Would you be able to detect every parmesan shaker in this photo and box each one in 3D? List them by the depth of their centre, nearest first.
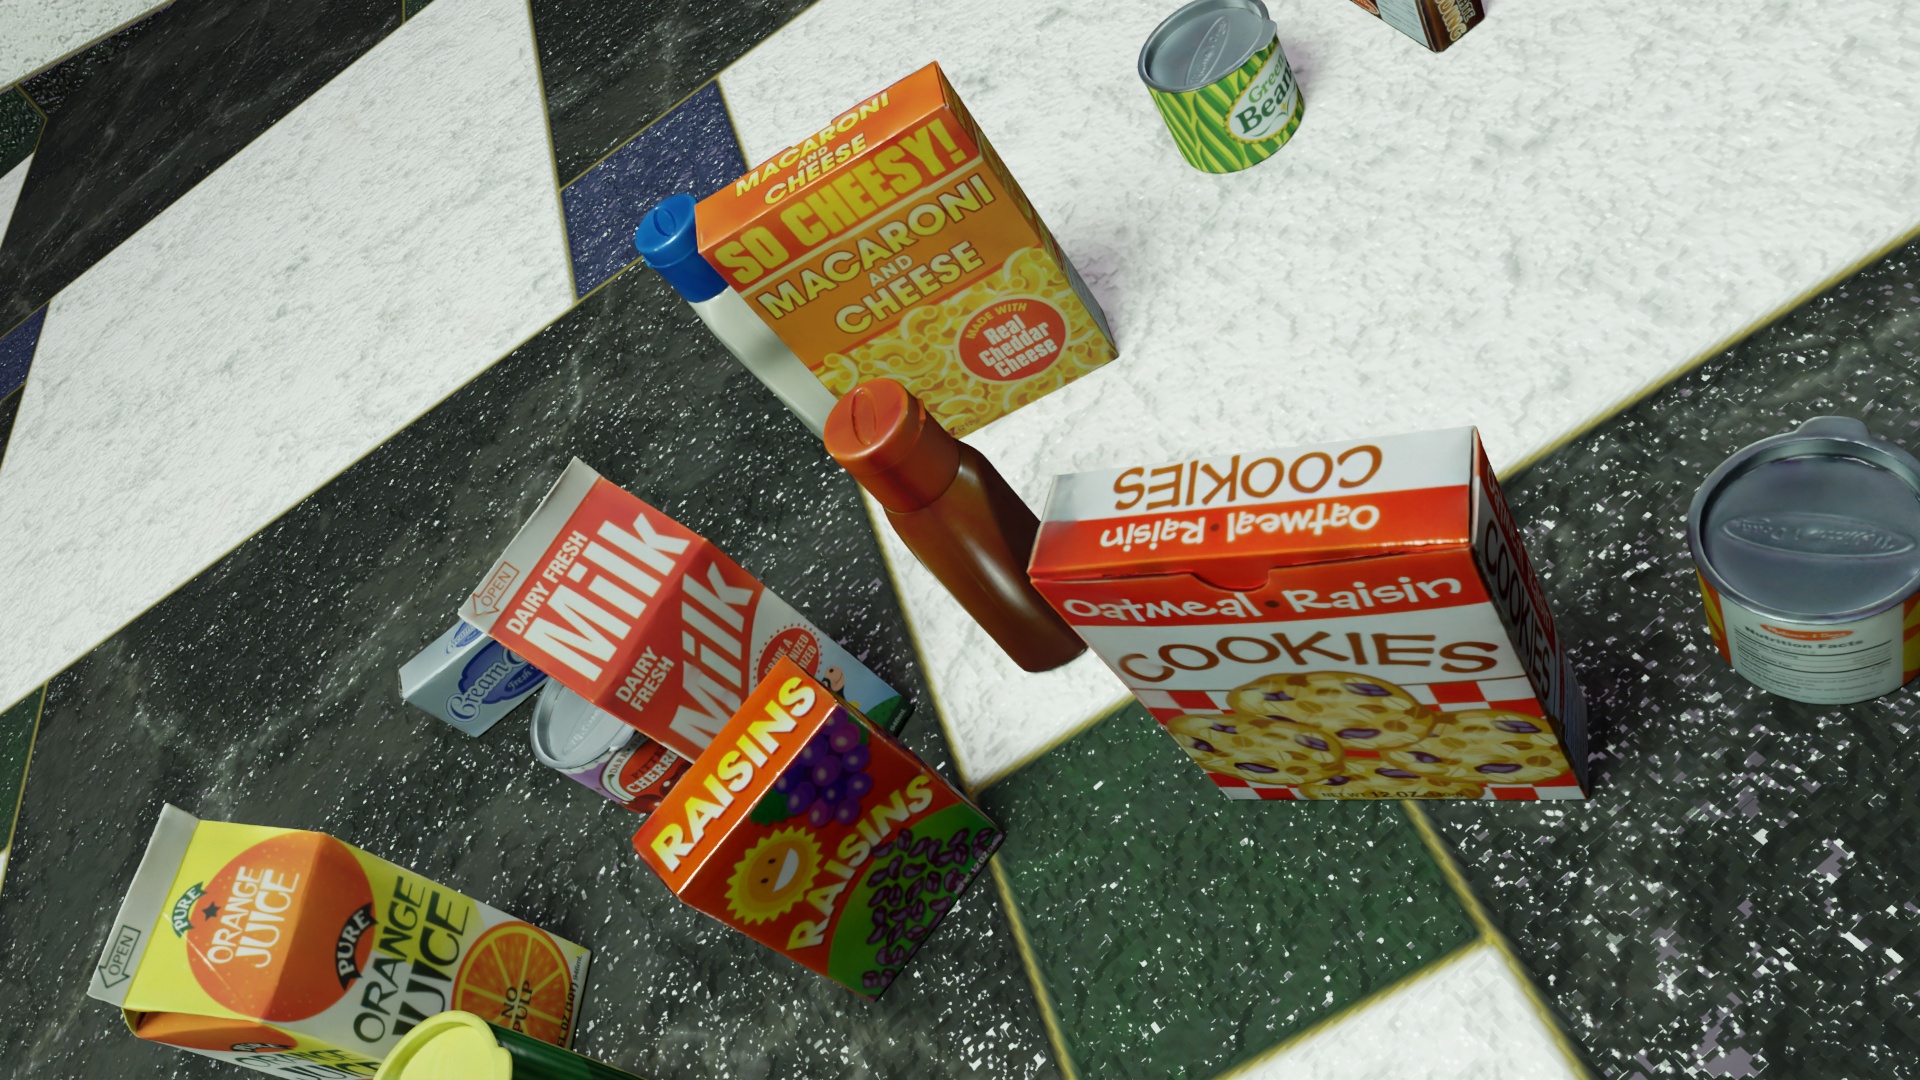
[{"bbox_3d":[-0.160,0.223,0.520,0.071,0.103,0.071,-18,51,23],"label":"parmesan shaker"}]

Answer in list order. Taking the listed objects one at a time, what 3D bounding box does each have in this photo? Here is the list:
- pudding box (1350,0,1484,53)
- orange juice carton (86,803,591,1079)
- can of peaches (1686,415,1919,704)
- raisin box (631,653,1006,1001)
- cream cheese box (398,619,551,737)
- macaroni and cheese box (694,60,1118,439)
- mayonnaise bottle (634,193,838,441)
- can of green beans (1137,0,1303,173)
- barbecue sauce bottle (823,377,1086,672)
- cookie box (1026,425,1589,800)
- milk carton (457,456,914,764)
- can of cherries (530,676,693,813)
[{"bbox_3d":[0.211,-0.277,0.671,0.030,0.049,0.084,-37,46,6],"label":"pudding box"},{"bbox_3d":[-0.244,0.172,0.551,0.073,0.192,0.072,-14,52,26],"label":"orange juice carton"},{"bbox_3d":[0.262,0.007,0.424,0.071,0.058,0.071,-18,50,23],"label":"can of peaches"},{"bbox_3d":[-0.048,0.109,0.513,0.086,0.123,0.040,-50,46,-7],"label":"raisin box"},{"bbox_3d":[-0.236,0.056,0.728,0.104,0.053,0.024,-38,46,5],"label":"cream cheese box"},{"bbox_3d":[-0.020,-0.117,0.629,0.123,0.166,0.040,-27,48,16],"label":"macaroni and cheese box"},{"bbox_3d":[-0.100,-0.109,0.690,0.041,0.147,0.065,-39,45,4],"label":"mayonnaise bottle"},{"bbox_3d":[0.129,-0.224,0.682,0.071,0.057,0.071,-18,50,23],"label":"can of green beans"},{"bbox_3d":[0.002,-0.007,0.546,0.043,0.148,0.065,-25,48,17],"label":"barbecue sauce bottle"},{"bbox_3d":[0.114,0.033,0.428,0.123,0.167,0.040,-6,56,31],"label":"cookie box"},{"bbox_3d":[-0.108,0.045,0.553,0.073,0.190,0.072,19,71,41],"label":"milk carton"},{"bbox_3d":[-0.154,0.088,0.645,0.071,0.058,0.072,-18,50,23],"label":"can of cherries"}]
